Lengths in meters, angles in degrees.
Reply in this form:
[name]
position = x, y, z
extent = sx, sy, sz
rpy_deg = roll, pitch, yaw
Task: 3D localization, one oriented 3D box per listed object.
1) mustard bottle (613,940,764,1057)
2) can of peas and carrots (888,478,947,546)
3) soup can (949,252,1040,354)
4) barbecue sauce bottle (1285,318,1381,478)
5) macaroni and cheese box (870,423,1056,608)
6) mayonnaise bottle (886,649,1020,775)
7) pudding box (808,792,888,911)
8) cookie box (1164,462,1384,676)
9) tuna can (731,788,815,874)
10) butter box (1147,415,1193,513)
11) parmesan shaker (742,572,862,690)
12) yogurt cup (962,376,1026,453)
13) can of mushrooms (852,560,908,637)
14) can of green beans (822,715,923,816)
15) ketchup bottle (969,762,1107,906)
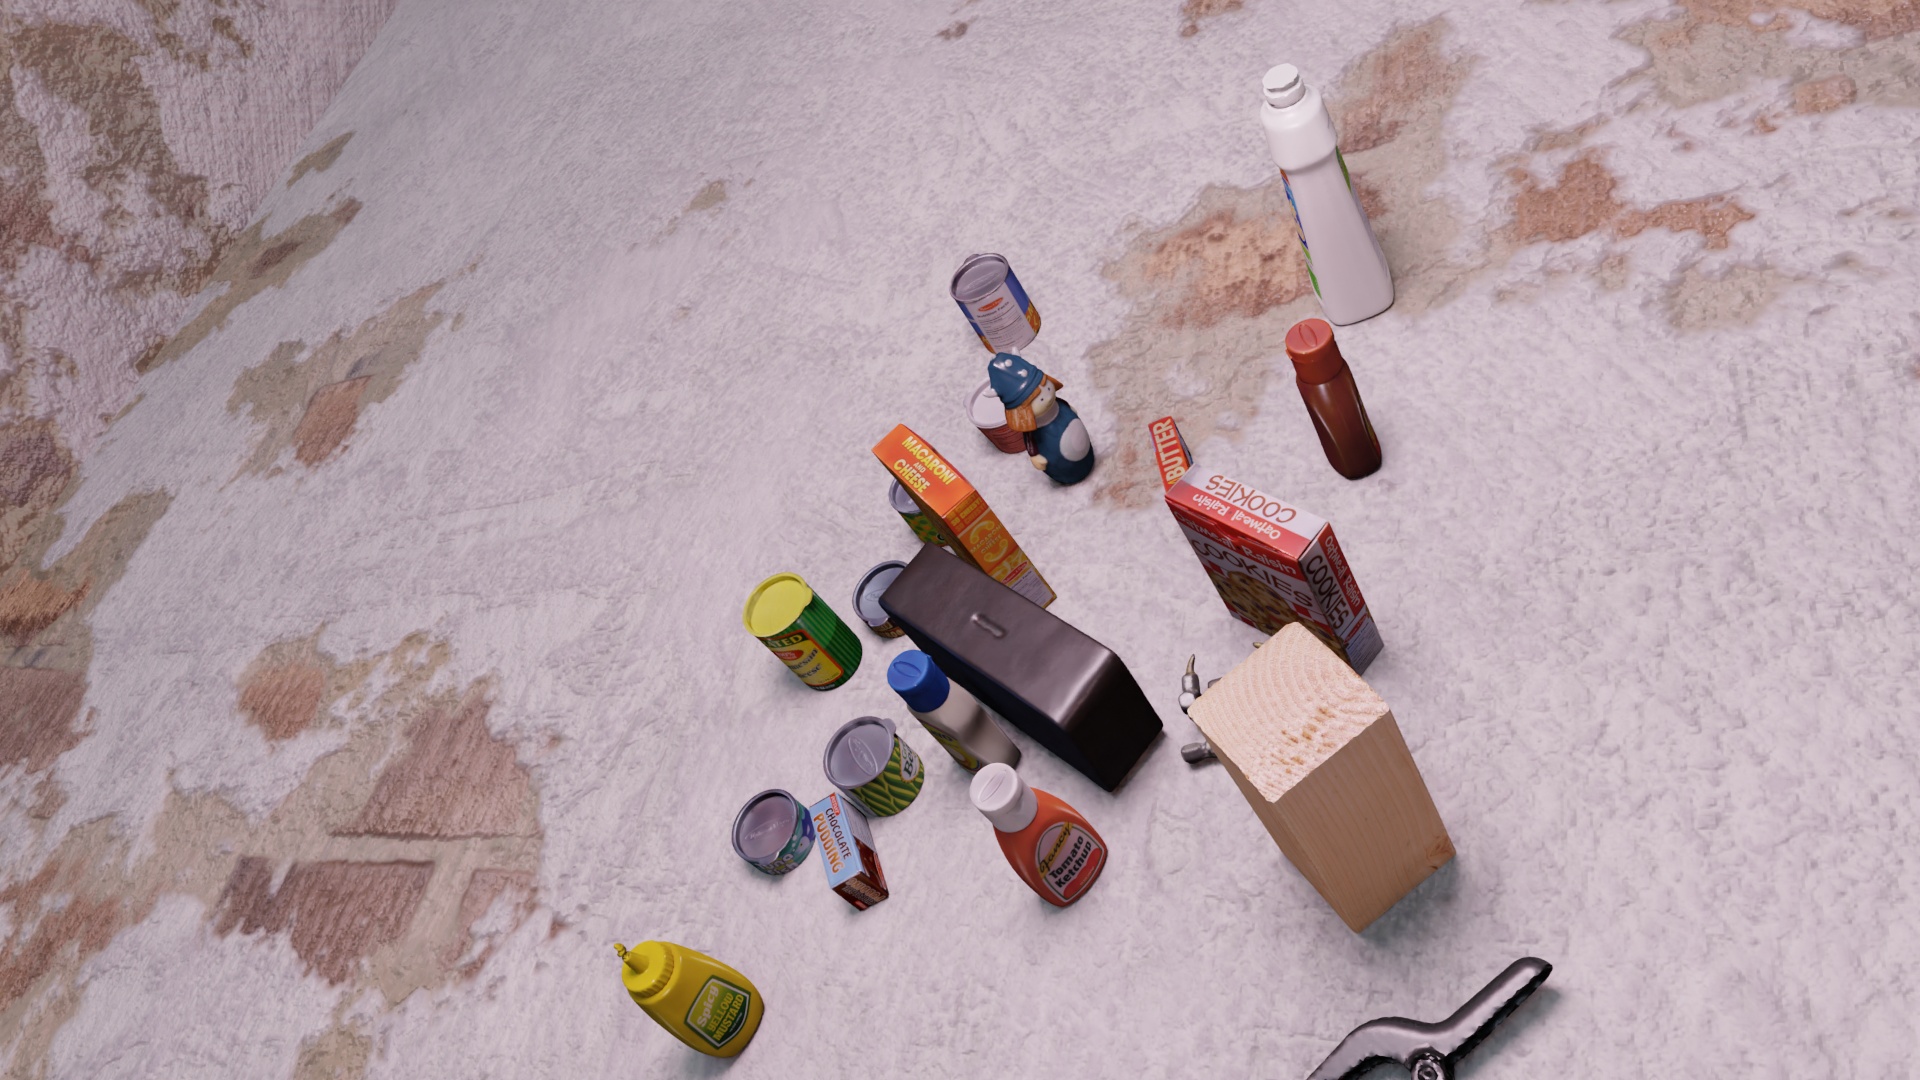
[mustard bottle]
position = -0.212, 0.339, 1.049
extent = 0.049, 0.159, 0.065
rpy_deg = 12, 63, 38
[can of peas and carrots]
position = -0.024, -0.035, 1.305
extent = 0.071, 0.058, 0.071
rpy_deg = -17, 49, 20
[soup can]
position = 0.036, -0.242, 1.416
extent = 0.071, 0.083, 0.072
rpy_deg = -17, 49, 20
[barbecue sauce bottle]
position = 0.296, -0.115, 1.109
extent = 0.043, 0.148, 0.065
rpy_deg = -26, 46, 12
[macaroni and cheese box]
position = 0.004, -0.015, 1.195
extent = 0.040, 0.166, 0.124
rpy_deg = -42, 45, -4
[mayonnaise bottle]
position = -0.009, 0.138, 1.095
extent = 0.065, 0.147, 0.041
rpy_deg = 18, 67, 40
[pudding box]
position = -0.091, 0.251, 1.124
extent = 0.030, 0.049, 0.084
rpy_deg = -31, 45, 7
[cookie box]
position = 0.232, 0.024, 1.024
extent = 0.123, 0.167, 0.040
rpy_deg = 29, 74, 43
[tuna can]
position = -0.157, 0.250, 1.178
extent = 0.071, 0.032, 0.071
rpy_deg = -17, 49, 20
[butter box]
position = 0.189, -0.053, 1.193
extent = 0.024, 0.053, 0.104
rpy_deg = -22, 47, 16
[parmesan shaker]
position = -0.138, 0.083, 1.249
extent = 0.071, 0.102, 0.072
rpy_deg = -17, 49, 20
[yogurt cup]
position = 0.046, -0.120, 1.333
extent = 0.072, 0.053, 0.073
rpy_deg = -17, 49, 20
[can of mushrooms]
position = -0.064, 0.056, 1.274
extent = 0.071, 0.033, 0.071
rpy_deg = -17, 49, 20
[can of green beans]
position = -0.072, 0.189, 1.156
extent = 0.071, 0.057, 0.071
rpy_deg = -17, 49, 20
[ketchup bottle]
position = 0.053, 0.208, 0.999
extent = 0.043, 0.148, 0.065
rpy_deg = 28, 73, 43
